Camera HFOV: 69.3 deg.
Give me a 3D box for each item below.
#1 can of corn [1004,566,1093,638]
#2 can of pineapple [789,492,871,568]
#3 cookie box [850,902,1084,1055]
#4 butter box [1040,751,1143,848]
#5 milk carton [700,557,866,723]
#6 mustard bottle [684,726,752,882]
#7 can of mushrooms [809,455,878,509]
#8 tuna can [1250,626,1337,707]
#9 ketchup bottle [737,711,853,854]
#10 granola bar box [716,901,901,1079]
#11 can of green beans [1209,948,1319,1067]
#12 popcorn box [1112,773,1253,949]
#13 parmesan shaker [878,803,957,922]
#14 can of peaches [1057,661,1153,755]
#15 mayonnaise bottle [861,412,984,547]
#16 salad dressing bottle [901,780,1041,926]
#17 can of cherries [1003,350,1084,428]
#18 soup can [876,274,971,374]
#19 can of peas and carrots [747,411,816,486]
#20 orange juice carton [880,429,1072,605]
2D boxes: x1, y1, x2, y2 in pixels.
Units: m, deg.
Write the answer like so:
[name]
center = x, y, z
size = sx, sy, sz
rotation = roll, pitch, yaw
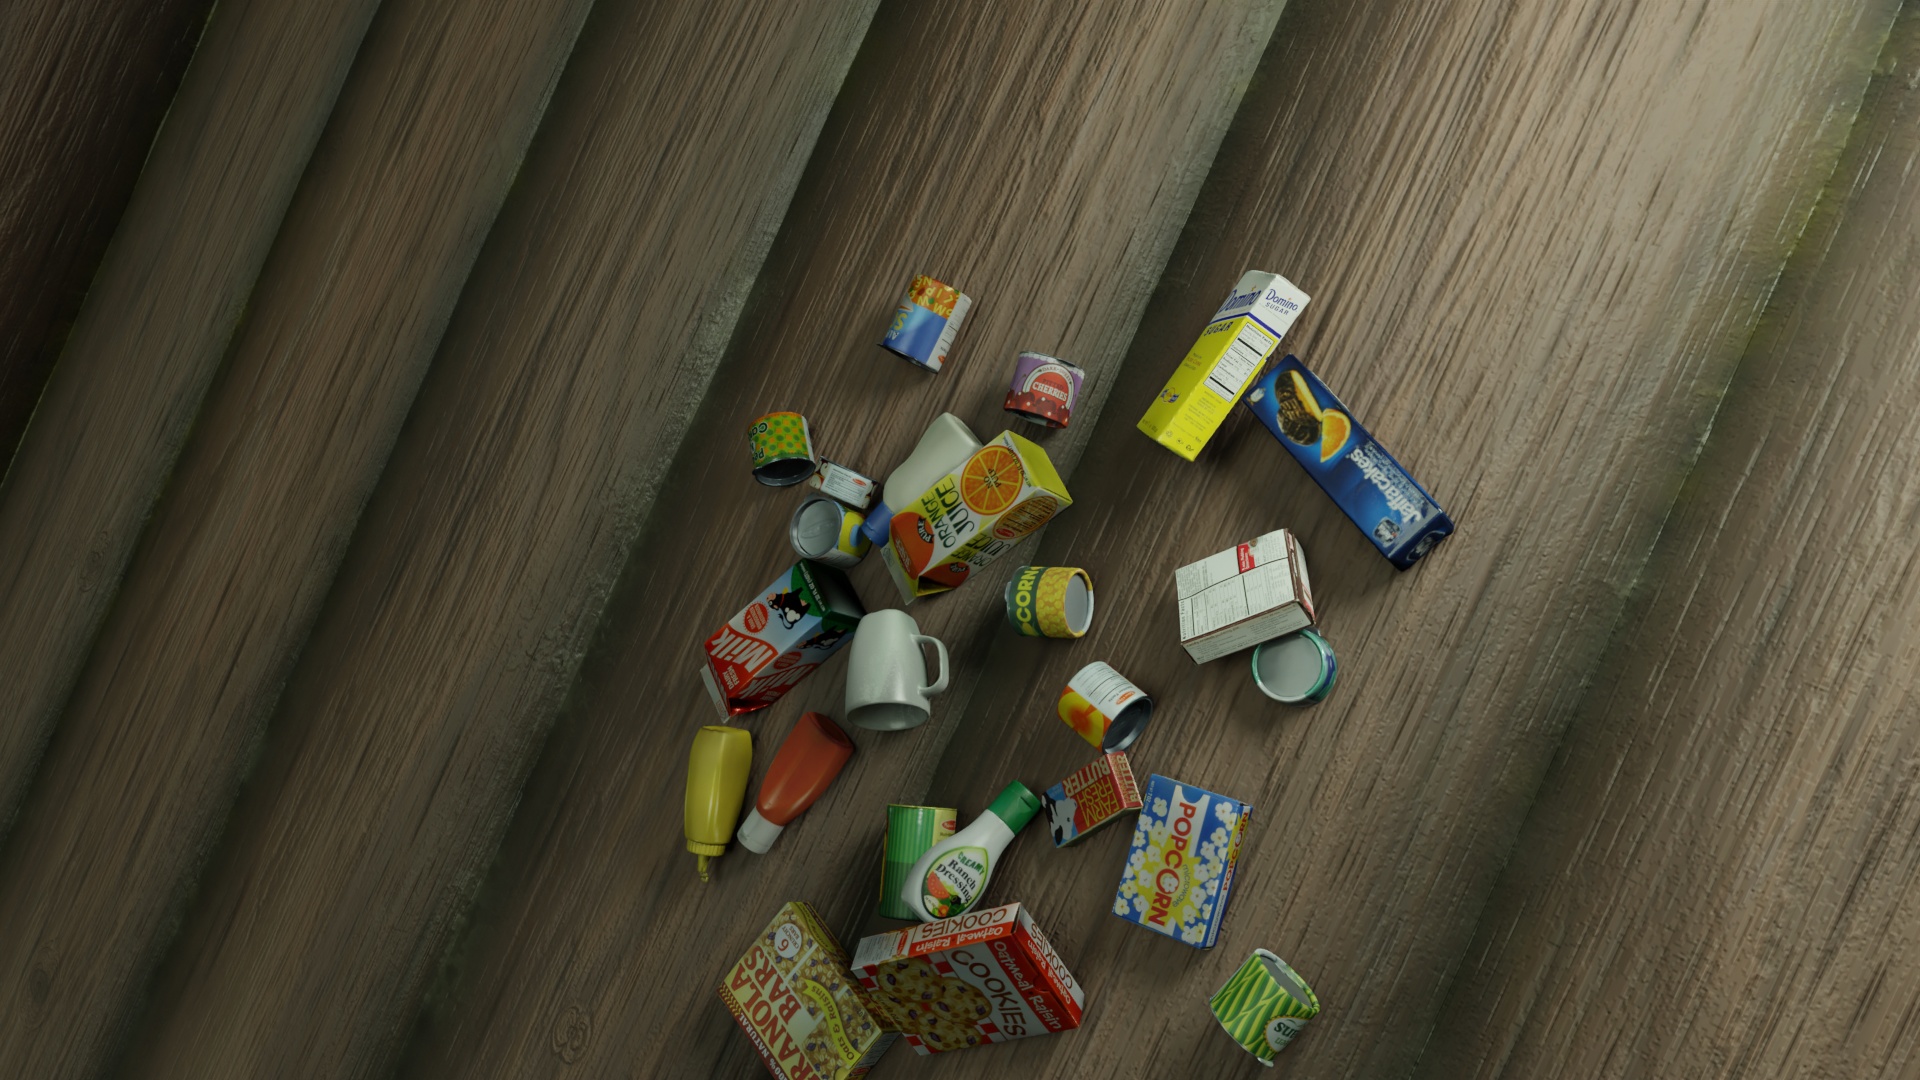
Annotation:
[can of corn]
center = 0.083, 0.057, 1.286
size = 0.058, 0.071, 0.071
rotation = 0, 78, 31
[can of pineapple]
center = -0.134, -0.010, 1.444
size = 0.071, 0.058, 0.071
rotation = -8, 73, 29
[cookie box]
center = 0.007, 0.388, 1.217
size = 0.167, 0.122, 0.040
rotation = -20, 26, 26
[butter box]
center = 0.115, 0.229, 1.226
size = 0.103, 0.024, 0.053
rotation = -43, 56, 44
[milk carton]
center = -0.194, 0.108, 1.441
size = 0.190, 0.073, 0.072
rotation = -39, 61, 18
[mustard bottle]
center = -0.258, 0.274, 1.443
size = 0.049, 0.065, 0.160
rotation = 7, 85, 29
[can of mushrooms]
center = -0.122, -0.060, 1.448
size = 0.071, 0.071, 0.033
rotation = 25, 92, 34
[tuna can]
center = 0.282, 0.104, 1.173
size = 0.071, 0.033, 0.071
rotation = -8, 74, 30
[ketchup bottle]
center = -0.172, 0.249, 1.407
size = 0.065, 0.043, 0.148
rotation = 40, 100, 34
[granola bar box]
center = -0.149, 0.453, 1.341
size = 0.124, 0.039, 0.166
rotation = -52, 57, 10
[can of green beans]
center = 0.243, 0.370, 1.107
size = 0.057, 0.071, 0.071
rotation = -51, 58, 10
[popcorn box]
center = 0.189, 0.272, 1.182
size = 0.085, 0.038, 0.126
rotation = 13, 85, 35
[parmesan shaker]
center = -0.042, 0.300, 1.297
size = 0.071, 0.071, 0.103
rotation = -2, 76, 31
[can of peaches]
center = 0.128, 0.151, 1.237
size = 0.058, 0.071, 0.071
rotation = 37, 98, 33
[mayonnaise bottle]
center = -0.041, -0.057, 1.411
size = 0.147, 0.041, 0.065
rotation = -48, 57, 13
[salad dressing bottle]
center = 0.012, 0.282, 1.255
size = 0.064, 0.044, 0.148
rotation = 47, 74, -8
[can of cherries]
center = 0.081, -0.145, 1.341
size = 0.071, 0.071, 0.058
rotation = 16, 87, 34
[soup can]
center = -0.038, -0.225, 1.436
size = 0.071, 0.071, 0.083
rotation = 26, 91, 34
[can of peas and carrots]
center = -0.196, -0.098, 1.498
size = 0.071, 0.071, 0.059
rotation = -24, 65, 24
[orange juice carton]
center = 0.005, -0.017, 1.352
size = 0.192, 0.073, 0.072
rotation = -37, 62, 19
